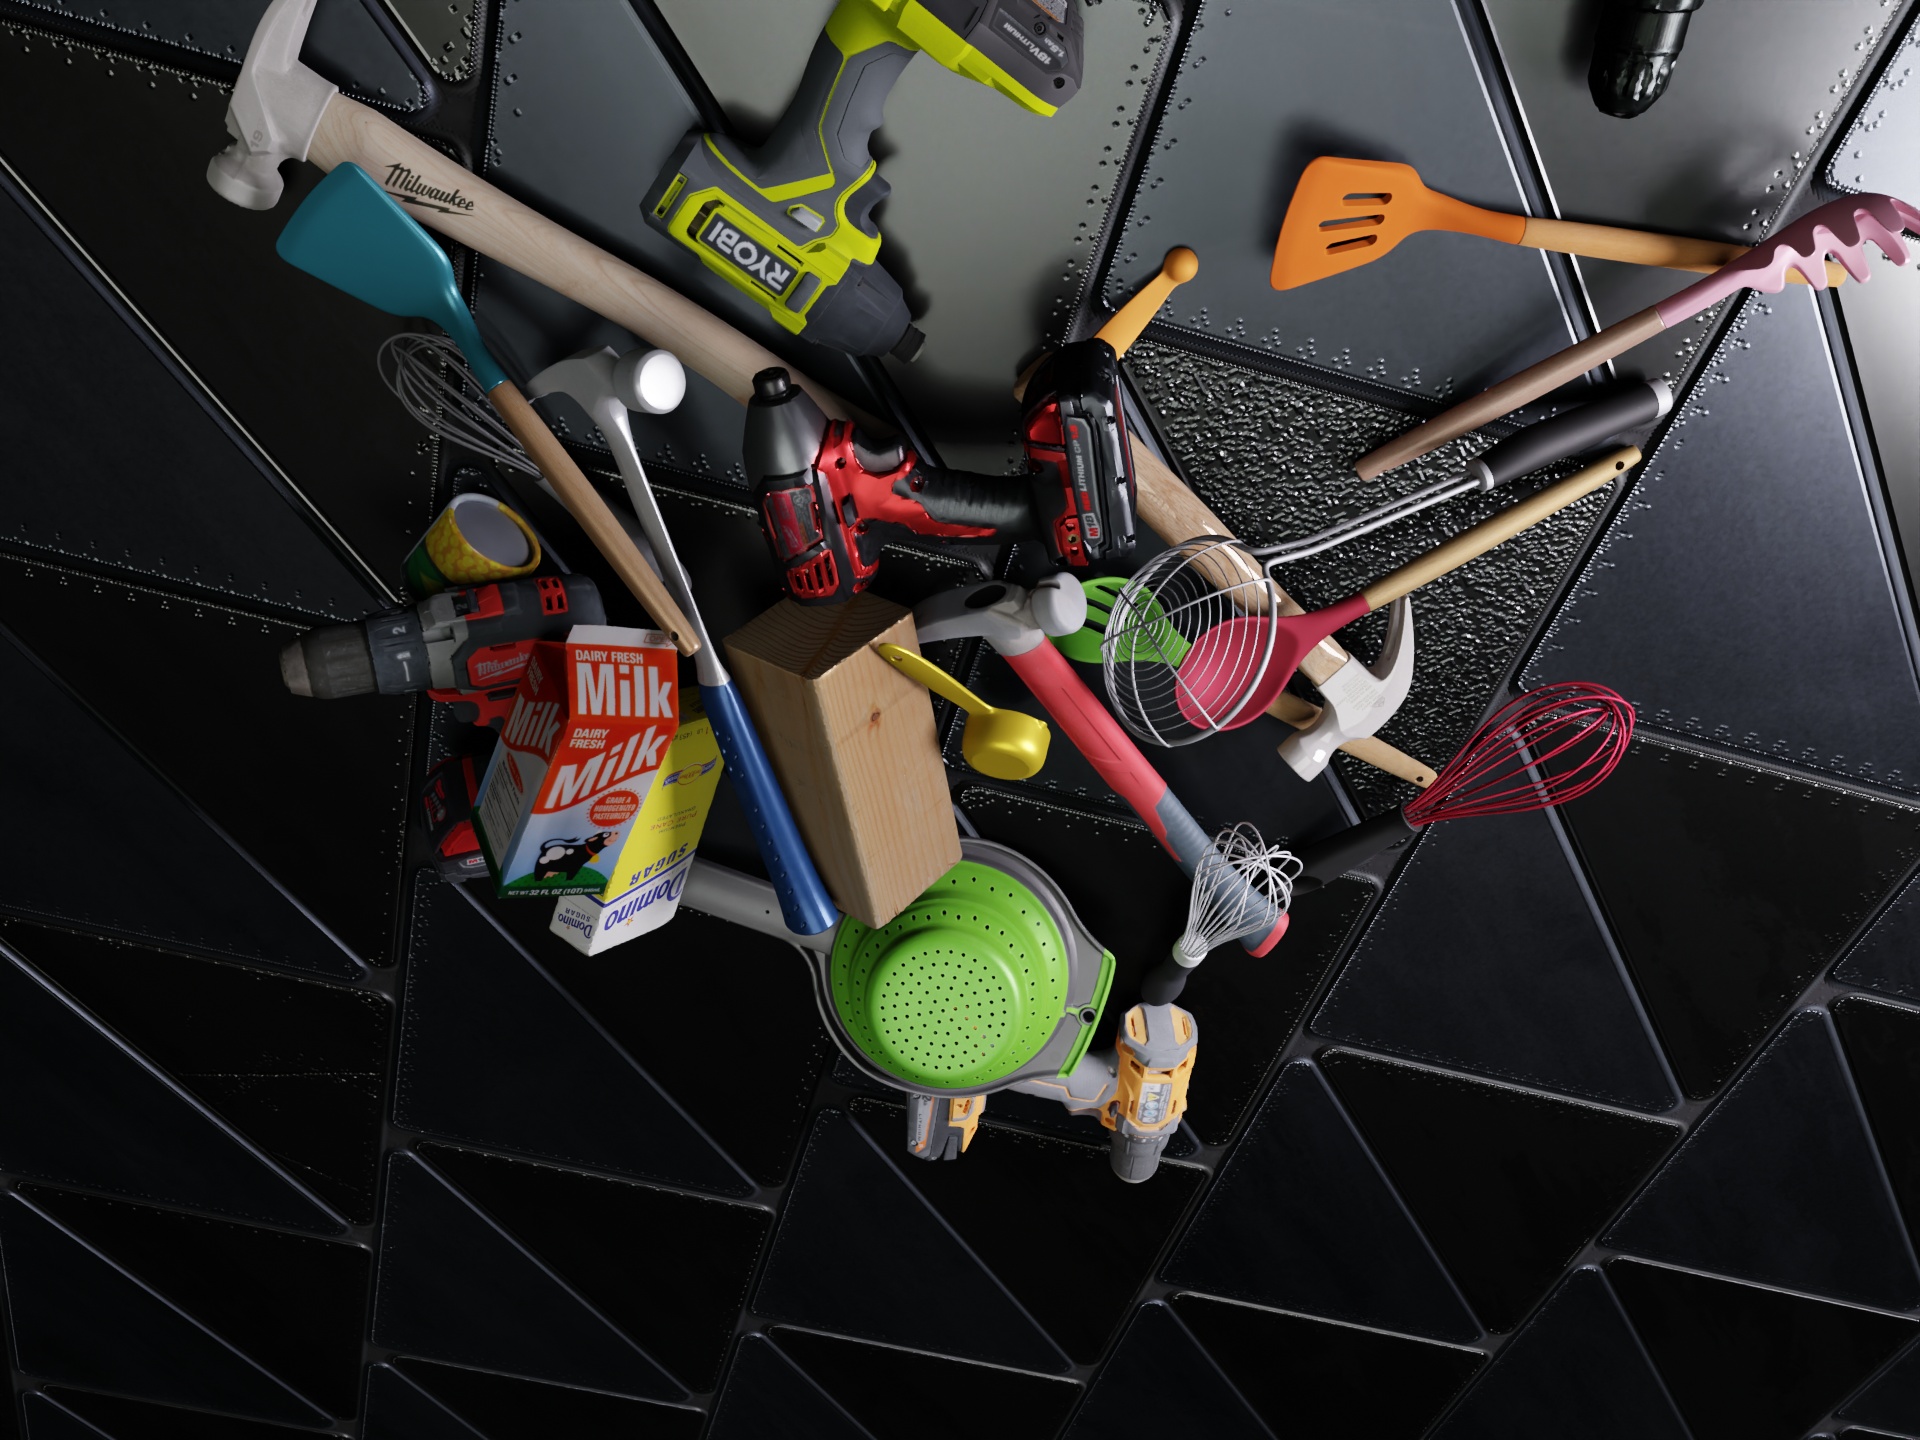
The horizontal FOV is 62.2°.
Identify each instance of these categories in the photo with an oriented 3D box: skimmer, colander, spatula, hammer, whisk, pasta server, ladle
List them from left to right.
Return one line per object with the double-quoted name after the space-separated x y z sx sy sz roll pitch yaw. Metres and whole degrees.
-0.251 -0.162 0.893 0.082 0.044 0.317 -31 100 33 "spatula"
-0.255 -0.152 0.978 0.055 0.055 0.238 -32 123 24 "whisk"
-0.204 -0.258 0.903 0.410 0.038 0.146 28 121 -18 "hammer"
-0.158 -0.036 0.978 0.144 0.035 0.405 14 132 44 "hammer"
-0.087 0.165 1.140 0.397 0.094 0.204 19 100 0 "colander"
0.109 0.045 1.098 0.143 0.038 0.385 -8 136 40 "hammer"
0.172 0.152 1.125 0.070 0.070 0.284 10 151 -4 "whisk"
0.160 -0.105 0.989 0.331 0.031 0.130 41 104 -20 "hammer"
0.251 -0.100 0.939 0.363 0.127 0.090 -23 137 -5 "skimmer"
0.271 -0.087 0.975 0.315 0.031 0.069 -29 113 6 "ladle"
0.322 0.057 1.078 0.073 0.073 0.296 35 134 -21 "whisk"
0.332 -0.260 0.872 0.322 0.041 0.081 6 139 -4 "spatula"
0.369 -0.206 0.893 0.316 0.040 0.060 -26 161 29 "pasta server"

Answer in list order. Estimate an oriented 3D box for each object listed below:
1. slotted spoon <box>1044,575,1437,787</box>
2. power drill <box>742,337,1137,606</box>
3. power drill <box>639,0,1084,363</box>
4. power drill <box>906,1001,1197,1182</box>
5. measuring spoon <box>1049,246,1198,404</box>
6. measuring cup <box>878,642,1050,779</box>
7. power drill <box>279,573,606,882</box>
0.193 -0.020 1.065 0.313 0.031 0.070 25 124 -17 "slotted spoon"
-0.015 -0.146 0.909 0.219 0.079 0.143 -6 124 12 "power drill"
-0.042 -0.304 0.839 0.171 0.080 0.223 32 125 -19 "power drill"
0.070 0.306 1.282 0.226 0.084 0.185 1 128 -3 "power drill"
0.093 -0.222 0.910 0.021 0.011 0.117 39 103 -18 "measuring spoon"
-0.002 -0.003 1.006 0.062 0.029 0.156 -11 148 38 "measuring cup"
-0.319 0.005 1.017 0.188 0.080 0.226 -12 142 -19 "power drill"
